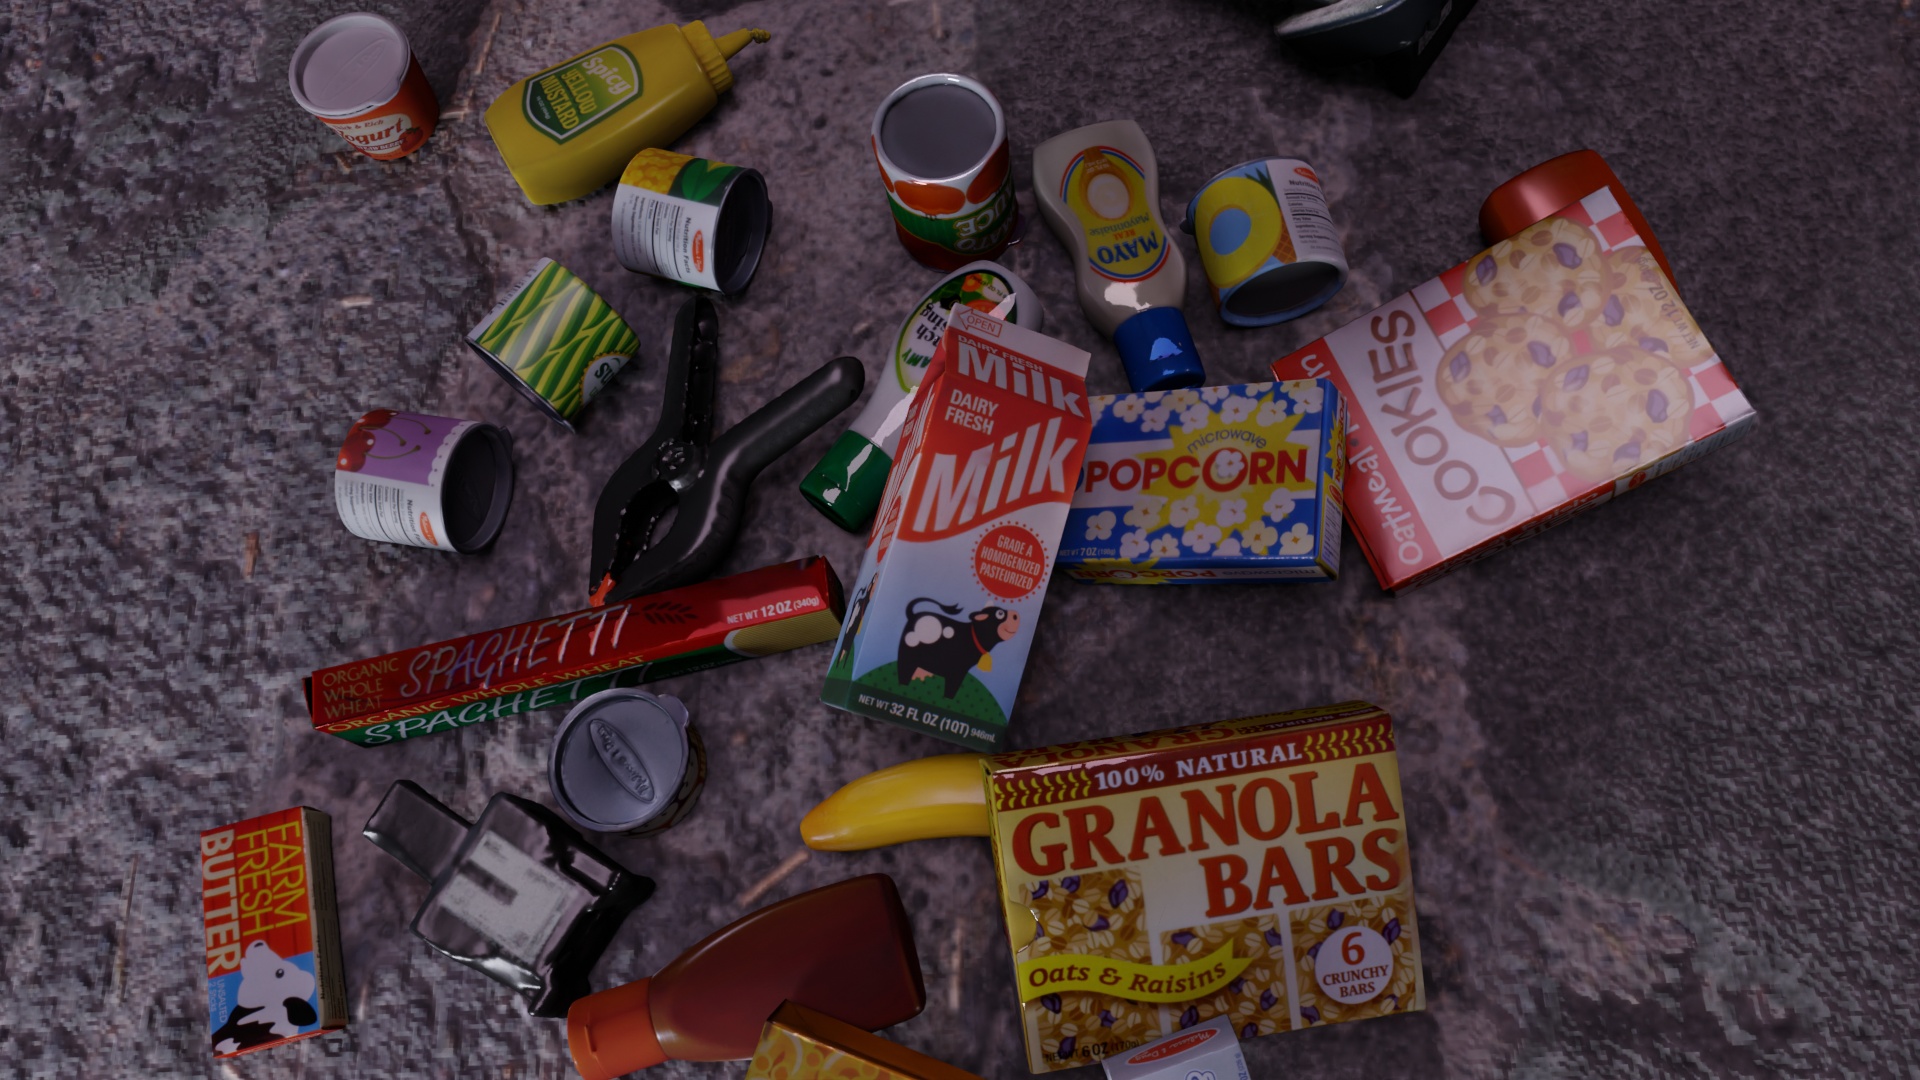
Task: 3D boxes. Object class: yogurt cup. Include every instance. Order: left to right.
[{"bbox_3d":[-0.329,-0.250,0.775,0.072,0.053,0.072,-2,71,6],"label":"yogurt cup"}]

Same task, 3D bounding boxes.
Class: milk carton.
[{"bbox_3d":[0.002,-0.008,0.622,0.072,0.073,0.191,19,81,-12],"label":"milk carton"}]

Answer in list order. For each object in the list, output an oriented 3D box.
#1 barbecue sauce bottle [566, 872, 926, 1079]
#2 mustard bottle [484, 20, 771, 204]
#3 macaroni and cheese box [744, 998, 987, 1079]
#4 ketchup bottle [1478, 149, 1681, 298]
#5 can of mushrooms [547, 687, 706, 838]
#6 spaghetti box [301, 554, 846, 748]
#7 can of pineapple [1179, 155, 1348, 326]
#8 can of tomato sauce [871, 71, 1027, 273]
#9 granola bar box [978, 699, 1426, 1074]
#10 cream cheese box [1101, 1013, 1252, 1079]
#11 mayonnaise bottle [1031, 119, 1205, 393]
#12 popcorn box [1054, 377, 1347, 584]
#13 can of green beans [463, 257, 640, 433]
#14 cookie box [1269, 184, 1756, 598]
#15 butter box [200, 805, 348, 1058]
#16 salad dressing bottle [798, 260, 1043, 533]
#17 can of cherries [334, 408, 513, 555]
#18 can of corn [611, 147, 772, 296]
[{"bbox_3d":[-0.093,0.195,0.601,0.148,0.043,0.065,-18,74,1],"label":"barbecue sauce bottle"},{"bbox_3d":[-0.177,-0.245,0.759,0.160,0.048,0.065,-30,72,-4],"label":"mustard bottle"},{"bbox_3d":[-0.045,0.286,0.546,0.124,0.040,0.166,20,87,7],"label":"macaroni and cheese box"},{"bbox_3d":[0.312,-0.114,0.664,0.065,0.043,0.149,-24,70,0],"label":"ketchup bottle"},{"bbox_3d":[-0.152,0.102,0.644,0.071,0.033,0.071,-2,71,6],"label":"can of mushrooms"},{"bbox_3d":[-0.178,0.054,0.655,0.250,0.050,0.029,-13,69,2],"label":"spaghetti box"},{"bbox_3d":[0.149,-0.144,0.681,0.071,0.071,0.058,-13,70,2],"label":"can of pineapple"},{"bbox_3d":[-0.005,-0.184,0.701,0.071,0.083,0.071,-2,71,6],"label":"can of tomato sauce"},{"bbox_3d":[0.099,0.139,0.569,0.166,0.039,0.124,-8,93,-4],"label":"granola bar box"},{"bbox_3d":[0.097,0.243,0.548,0.053,0.024,0.103,-19,102,0],"label":"cream cheese box"},{"bbox_3d":[0.083,-0.139,0.698,0.065,0.041,0.148,-16,70,-1],"label":"mayonnaise bottle"},{"bbox_3d":[0.109,-0.025,0.635,0.126,0.038,0.085,-2,70,29],"label":"popcorn box"},{"bbox_3d":[-0.205,-0.100,0.703,0.071,0.071,0.058,37,78,16],"label":"can of green beans"},{"bbox_3d":[0.244,-0.065,0.632,0.167,0.040,0.123,-28,69,15],"label":"cookie box"},{"bbox_3d":[-0.317,0.179,0.641,0.053,0.024,0.104,-15,70,0],"label":"butter box"},{"bbox_3d":[-0.019,-0.070,0.684,0.064,0.044,0.148,34,78,19],"label":"salad dressing bottle"},{"bbox_3d":[-0.263,-0.031,0.687,0.058,0.071,0.071,8,72,10],"label":"can of cherries"},{"bbox_3d":[-0.138,-0.166,0.720,0.058,0.071,0.071,15,74,11],"label":"can of corn"}]
